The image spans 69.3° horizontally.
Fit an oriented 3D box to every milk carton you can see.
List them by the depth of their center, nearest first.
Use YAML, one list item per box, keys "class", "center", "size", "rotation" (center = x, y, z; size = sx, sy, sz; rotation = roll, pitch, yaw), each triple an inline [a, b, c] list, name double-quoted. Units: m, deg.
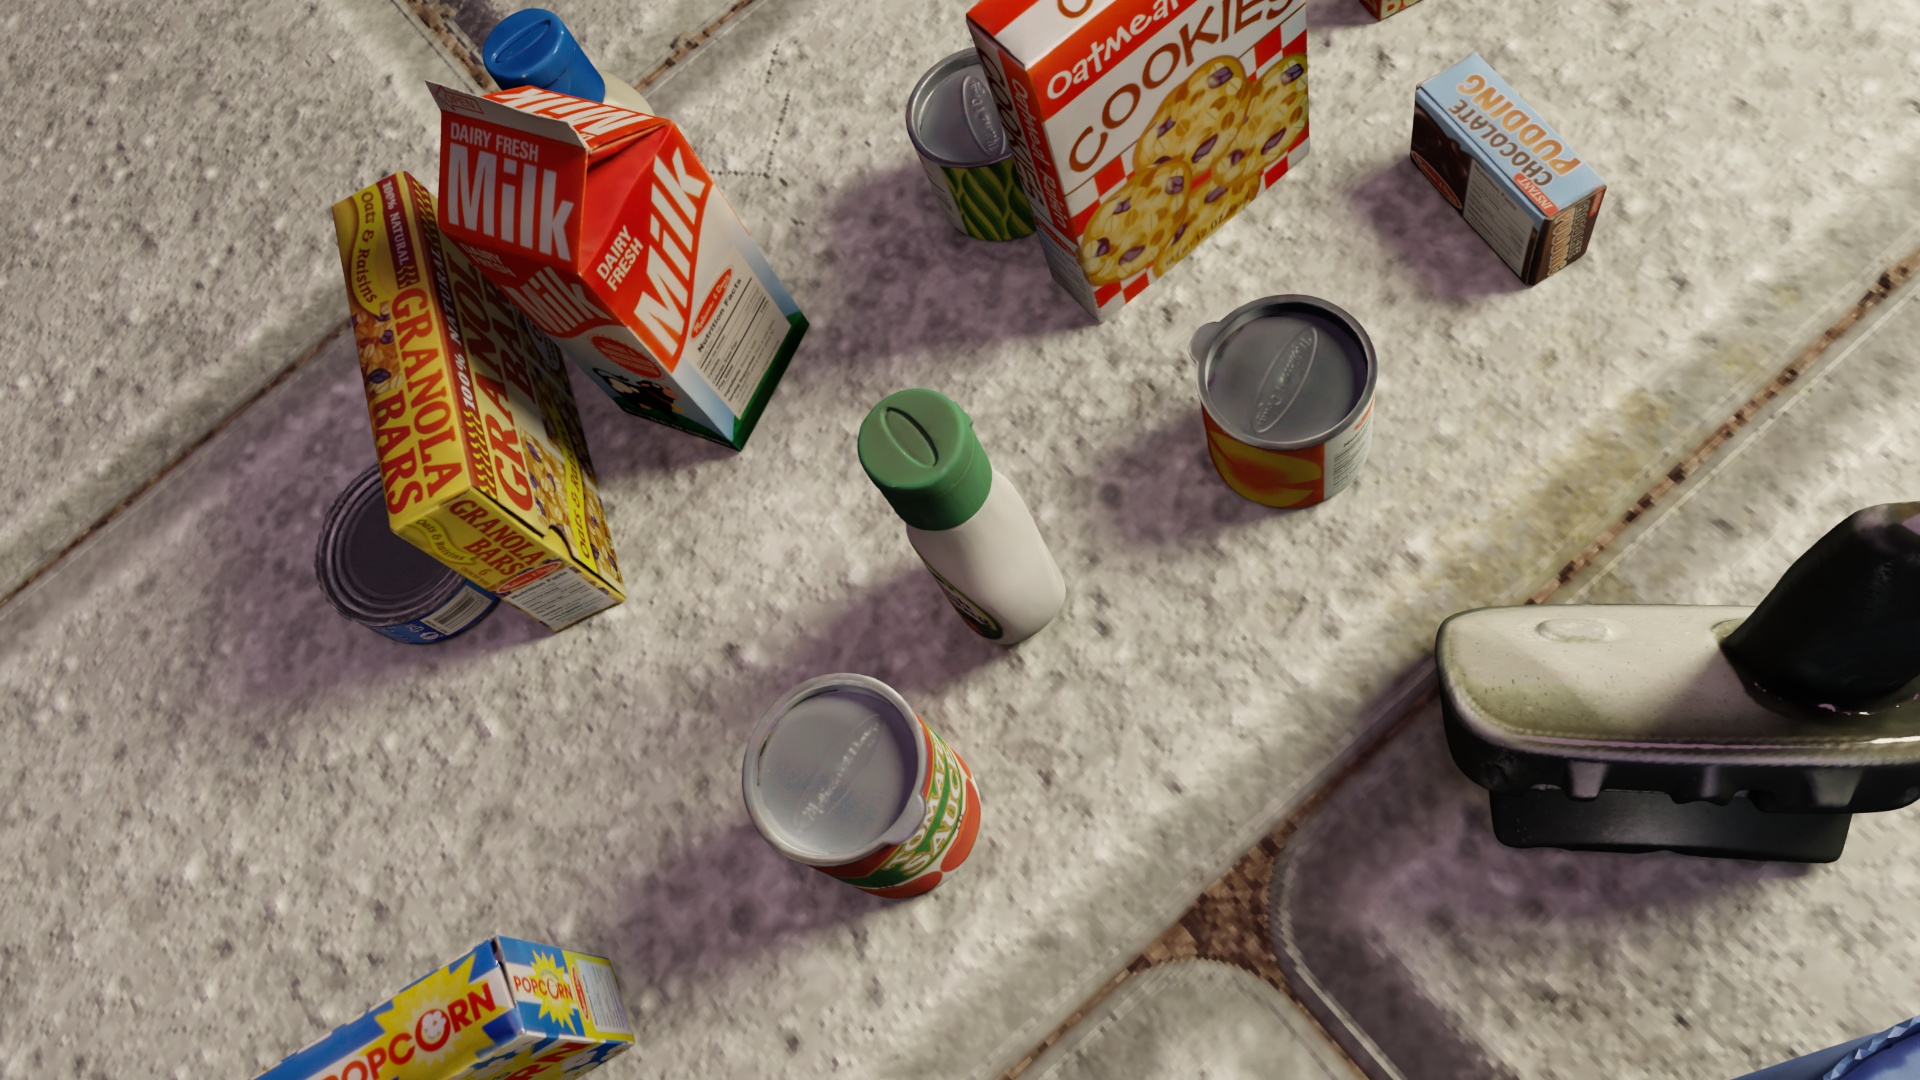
- class: "milk carton"
  center: [-0.138, -0.116, 0.565]
  size: [0.072, 0.190, 0.073]
  rotation: [20, 74, 22]

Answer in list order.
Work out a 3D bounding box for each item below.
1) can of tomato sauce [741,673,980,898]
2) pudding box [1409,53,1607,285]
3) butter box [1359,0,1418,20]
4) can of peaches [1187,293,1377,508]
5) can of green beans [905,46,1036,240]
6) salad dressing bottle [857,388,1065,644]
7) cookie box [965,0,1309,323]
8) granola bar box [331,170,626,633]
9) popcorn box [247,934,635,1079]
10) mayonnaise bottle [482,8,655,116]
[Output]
- class: "can of tomato sauce"
  center: [-0.031, 0.093, 0.507]
  size: [0.071, 0.083, 0.071]
  rotation: [-6, 66, 13]
- class: "pudding box"
  center: [0.219, -0.150, 0.562]
  size: [0.030, 0.049, 0.084]
  rotation: [-31, 63, 1]
- class: "butter box"
  center: [0.224, -0.277, 0.613]
  size: [0.103, 0.053, 0.024]
  rotation: [-26, 64, 3]
- class: "can of peaches"
  center: [0.125, -0.054, 0.542]
  size: [0.071, 0.058, 0.071]
  rotation: [-6, 66, 13]
- class: "can of green beans"
  center: [0.015, -0.177, 0.624]
  size: [0.071, 0.057, 0.071]
  rotation: [-6, 66, 13]
- class: "salad dressing bottle"
  center: [0.002, -0.006, 0.504]
  size: [0.044, 0.147, 0.064]
  rotation: [-39, 64, -3]
- class: "cookie box"
  center: [0.077, -0.177, 0.546]
  size: [0.123, 0.167, 0.040]
  rotation: [-39, 64, -3]
- class: "granola bar box"
  center: [-0.204, -0.057, 0.595]
  size: [0.039, 0.124, 0.166]
  rotation: [-24, 64, 4]
- class: "popcorn box"
  center: [-0.196, 0.195, 0.506]
  size: [0.127, 0.085, 0.038]
  rotation: [-31, 63, 1]
- class: "mayonnaise bottle"
  center: [-0.157, -0.170, 0.617]
  size: [0.065, 0.147, 0.041]
  rotation: [-37, 63, -2]
